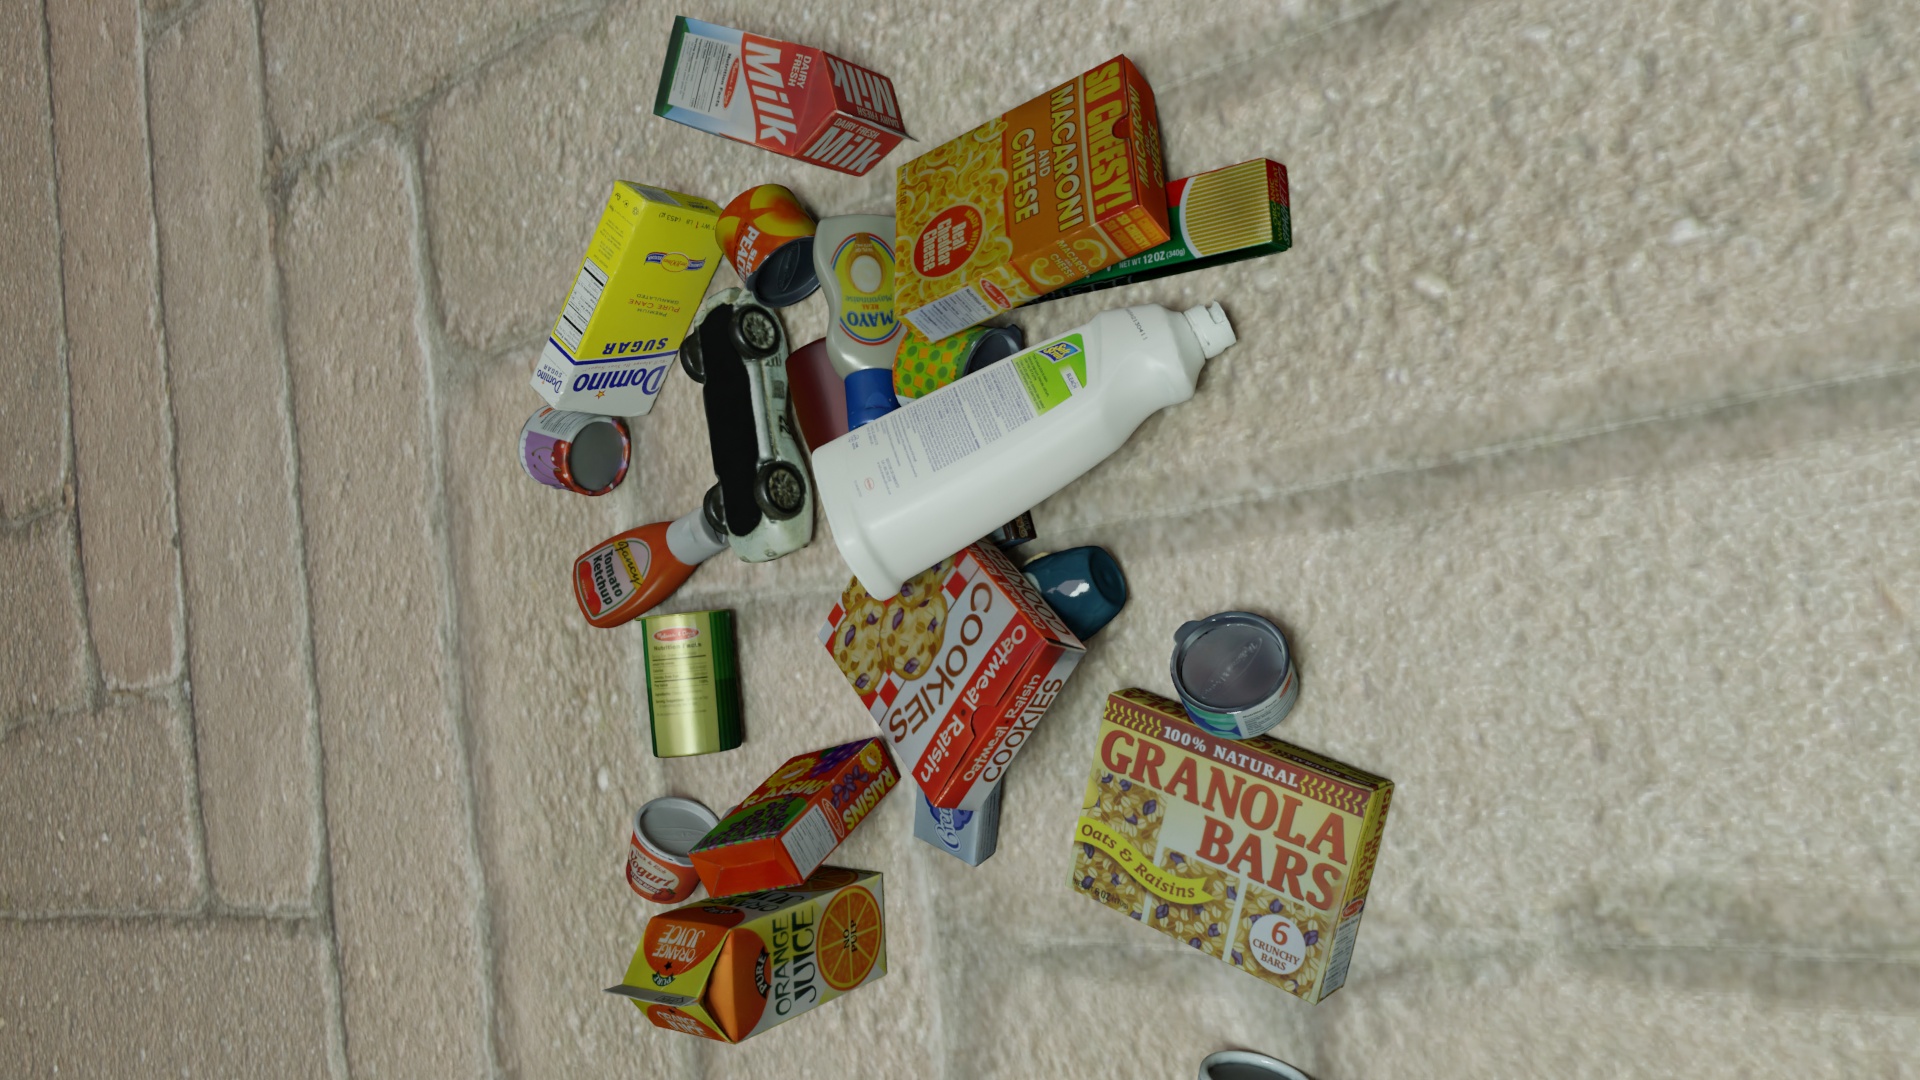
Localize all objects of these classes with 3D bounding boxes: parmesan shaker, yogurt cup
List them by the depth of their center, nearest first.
[{"bbox_3d":[-0.201,0.105,1.024,0.071,0.071,0.103,-8,86,36],"label":"parmesan shaker"},{"bbox_3d":[-0.217,0.234,1.041,0.072,0.072,0.053,40,121,29],"label":"yogurt cup"}]

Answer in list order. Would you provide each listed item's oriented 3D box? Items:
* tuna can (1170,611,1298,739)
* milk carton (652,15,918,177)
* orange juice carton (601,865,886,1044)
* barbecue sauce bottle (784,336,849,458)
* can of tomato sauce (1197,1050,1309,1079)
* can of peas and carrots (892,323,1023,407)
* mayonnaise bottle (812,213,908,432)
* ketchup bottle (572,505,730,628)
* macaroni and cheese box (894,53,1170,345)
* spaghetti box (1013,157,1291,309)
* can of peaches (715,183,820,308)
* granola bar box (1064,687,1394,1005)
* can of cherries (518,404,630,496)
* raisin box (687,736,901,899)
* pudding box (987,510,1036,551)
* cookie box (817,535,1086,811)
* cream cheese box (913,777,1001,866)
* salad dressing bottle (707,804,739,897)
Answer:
[{"bbox_3d":[0.151,0.074,0.773,0.071,0.032,0.071,-13,49,15],"label":"tuna can"},{"bbox_3d":[-0.120,-0.304,0.963,0.191,0.072,0.073,26,105,34],"label":"milk carton"},{"bbox_3d":[-0.135,0.269,0.900,0.072,0.193,0.073,-3,90,35],"label":"orange juice carton"},{"bbox_3d":[-0.074,-0.064,0.948,0.064,0.044,0.148,-20,79,28],"label":"barbecue sauce bottle"},{"bbox_3d":[0.160,0.337,0.767,0.071,0.071,0.083,13,97,35],"label":"can of tomato sauce"},{"bbox_3d":[0.000,-0.108,0.881,0.059,0.071,0.071,15,99,35],"label":"can of peas and carrots"},{"bbox_3d":[-0.061,-0.141,0.915,0.041,0.065,0.148,121,145,-71],"label":"mayonnaise bottle"},{"bbox_3d":[-0.234,0.015,1.064,0.148,0.043,0.065,-26,75,33],"label":"ketchup bottle"},{"bbox_3d":[0.038,-0.203,0.832,0.166,0.040,0.124,-20,55,28],"label":"macaroni and cheese box"},{"bbox_3d":[0.078,-0.177,0.847,0.250,0.029,0.050,-6,86,35],"label":"spaghetti box"},{"bbox_3d":[-0.132,-0.206,0.973,0.071,0.071,0.058,-47,64,27],"label":"can of peaches"},{"bbox_3d":[0.148,0.169,0.791,0.165,0.039,0.124,18,100,34],"label":"granola bar box"},{"bbox_3d":[-0.305,-0.070,1.102,0.058,0.071,0.071,13,98,34],"label":"can of cherries"},{"bbox_3d":[-0.108,0.183,0.922,0.086,0.124,0.040,-20,102,35],"label":"raisin box"},{"bbox_3d":[0.003,-0.011,0.900,0.083,0.030,0.050,-22,79,34],"label":"pudding box"},{"bbox_3d":[-0.012,0.061,0.835,0.122,0.040,0.168,-58,43,17],"label":"cookie box"},{"bbox_3d":[-0.001,0.153,0.893,0.053,0.024,0.103,20,116,34],"label":"cream cheese box"},{"bbox_3d":[-0.157,0.268,1.008,0.064,0.044,0.147,11,99,17],"label":"salad dressing bottle"}]
